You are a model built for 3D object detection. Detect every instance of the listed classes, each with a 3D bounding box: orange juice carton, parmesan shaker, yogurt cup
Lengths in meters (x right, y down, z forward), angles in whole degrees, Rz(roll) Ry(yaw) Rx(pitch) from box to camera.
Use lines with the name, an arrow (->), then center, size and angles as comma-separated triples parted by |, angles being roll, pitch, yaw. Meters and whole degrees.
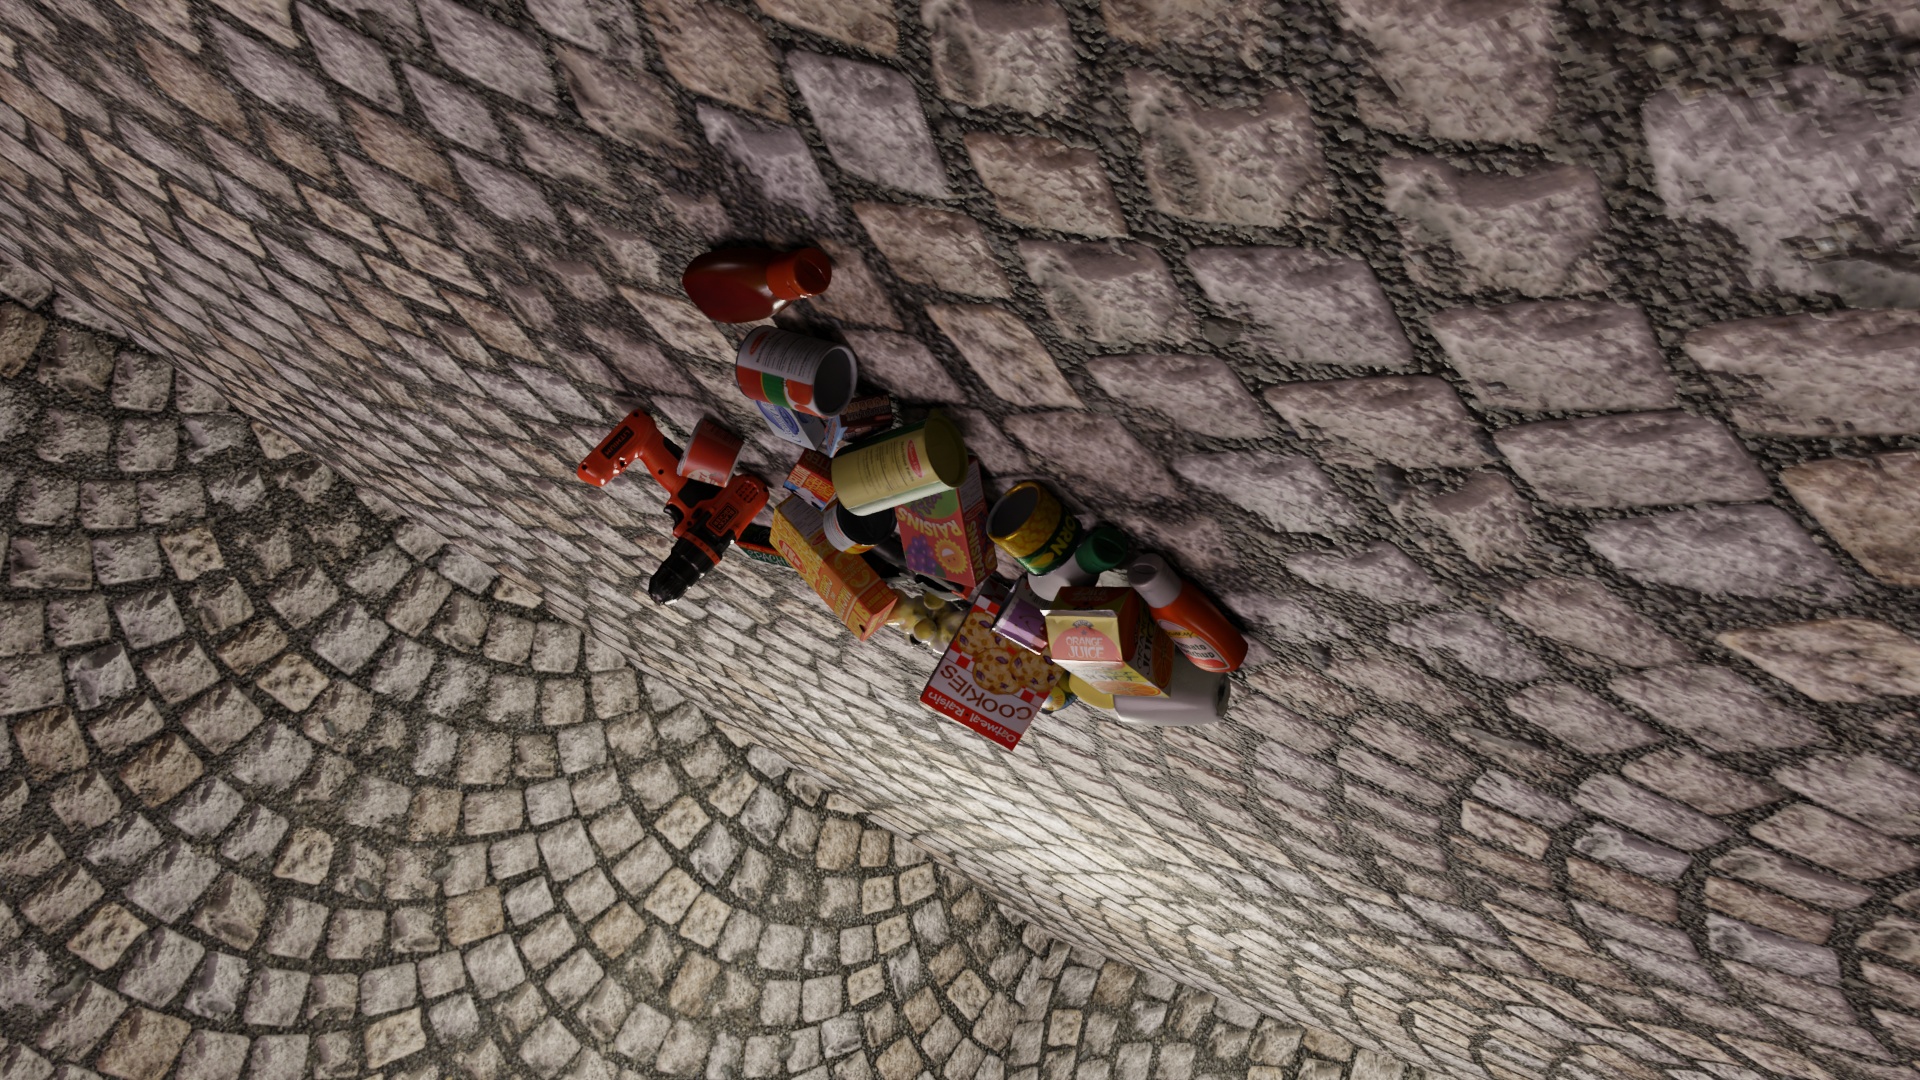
orange juice carton -> 0.141, 0.091, 1.304 | 0.072, 0.073, 0.192 | 0, 162, 26
parmesan shaker -> -0.054, -0.068, 1.214 | 0.103, 0.072, 0.071 | -16, 137, 31
yogurt cup -> -0.269, -0.092, 1.507 | 0.054, 0.072, 0.072 | 23, 161, -6

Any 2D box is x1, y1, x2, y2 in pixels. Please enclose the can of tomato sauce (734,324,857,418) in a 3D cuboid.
can of tomato sauce -> -0.139, -0.143, 1.189 | 0.083, 0.071, 0.071 | 17, 157, 29

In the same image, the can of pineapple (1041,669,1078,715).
can of pineapple -> 0.101, 0.158, 1.611 | 0.071, 0.071, 0.057 | 7, 151, 46

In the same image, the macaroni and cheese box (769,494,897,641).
macaroni and cheese box -> -0.149, 0.032, 1.592 | 0.166, 0.040, 0.123 | 48, 160, 7

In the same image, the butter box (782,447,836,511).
butter box -> -0.154, -0.065, 1.474 | 0.053, 0.024, 0.103 | 31, 161, -7

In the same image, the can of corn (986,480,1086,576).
can of corn -> 0.067, -0.012, 1.237 | 0.058, 0.071, 0.071 | 41, 157, -30

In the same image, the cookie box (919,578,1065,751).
cookie box -> 0.043, 0.141, 1.548 | 0.123, 0.040, 0.166 | 29, 121, 0

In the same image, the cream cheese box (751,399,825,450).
cream cheese box -> -0.170, -0.129, 1.333 | 0.053, 0.024, 0.103 | 21, 159, 26

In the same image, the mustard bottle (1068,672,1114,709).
mustard bottle -> 0.155, 0.139, 1.521 | 0.065, 0.049, 0.159 | 24, 160, 12

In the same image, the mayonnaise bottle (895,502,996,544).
mayonnaise bottle -> 0.005, -0.017, 1.346 | 0.148, 0.041, 0.064 | 6, 148, 47

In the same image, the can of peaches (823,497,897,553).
can of peaches -> -0.103, -0.023, 1.449 | 0.071, 0.071, 0.058 | 33, 160, -12

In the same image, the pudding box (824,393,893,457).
pudding box -> -0.092, -0.103, 1.247 | 0.050, 0.030, 0.083 | -8, 167, -15

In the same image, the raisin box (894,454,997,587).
raisin box -> -0.018, -0.024, 1.289 | 0.086, 0.040, 0.122 | 13, 128, 35

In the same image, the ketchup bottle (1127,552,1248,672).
ketchup bottle -> 0.205, 0.066, 1.274 | 0.064, 0.044, 0.148 | 8, 151, 47

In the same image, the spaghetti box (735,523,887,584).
spaghetti box -> -0.189, 0.017, 1.722 | 0.250, 0.029, 0.050 | 11, 154, 41

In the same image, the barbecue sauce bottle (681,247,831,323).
barbecue sauce bottle -> -0.159, -0.204, 1.098 | 0.148, 0.044, 0.064 | 4, 149, 50

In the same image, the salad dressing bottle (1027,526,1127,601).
salad dressing bottle -> 0.110, 0.021, 1.296 | 0.064, 0.044, 0.147 | 28, 160, -10

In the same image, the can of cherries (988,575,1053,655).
can of cherries -> 0.071, 0.081, 1.459 | 0.058, 0.072, 0.071 | 29, 161, -2
